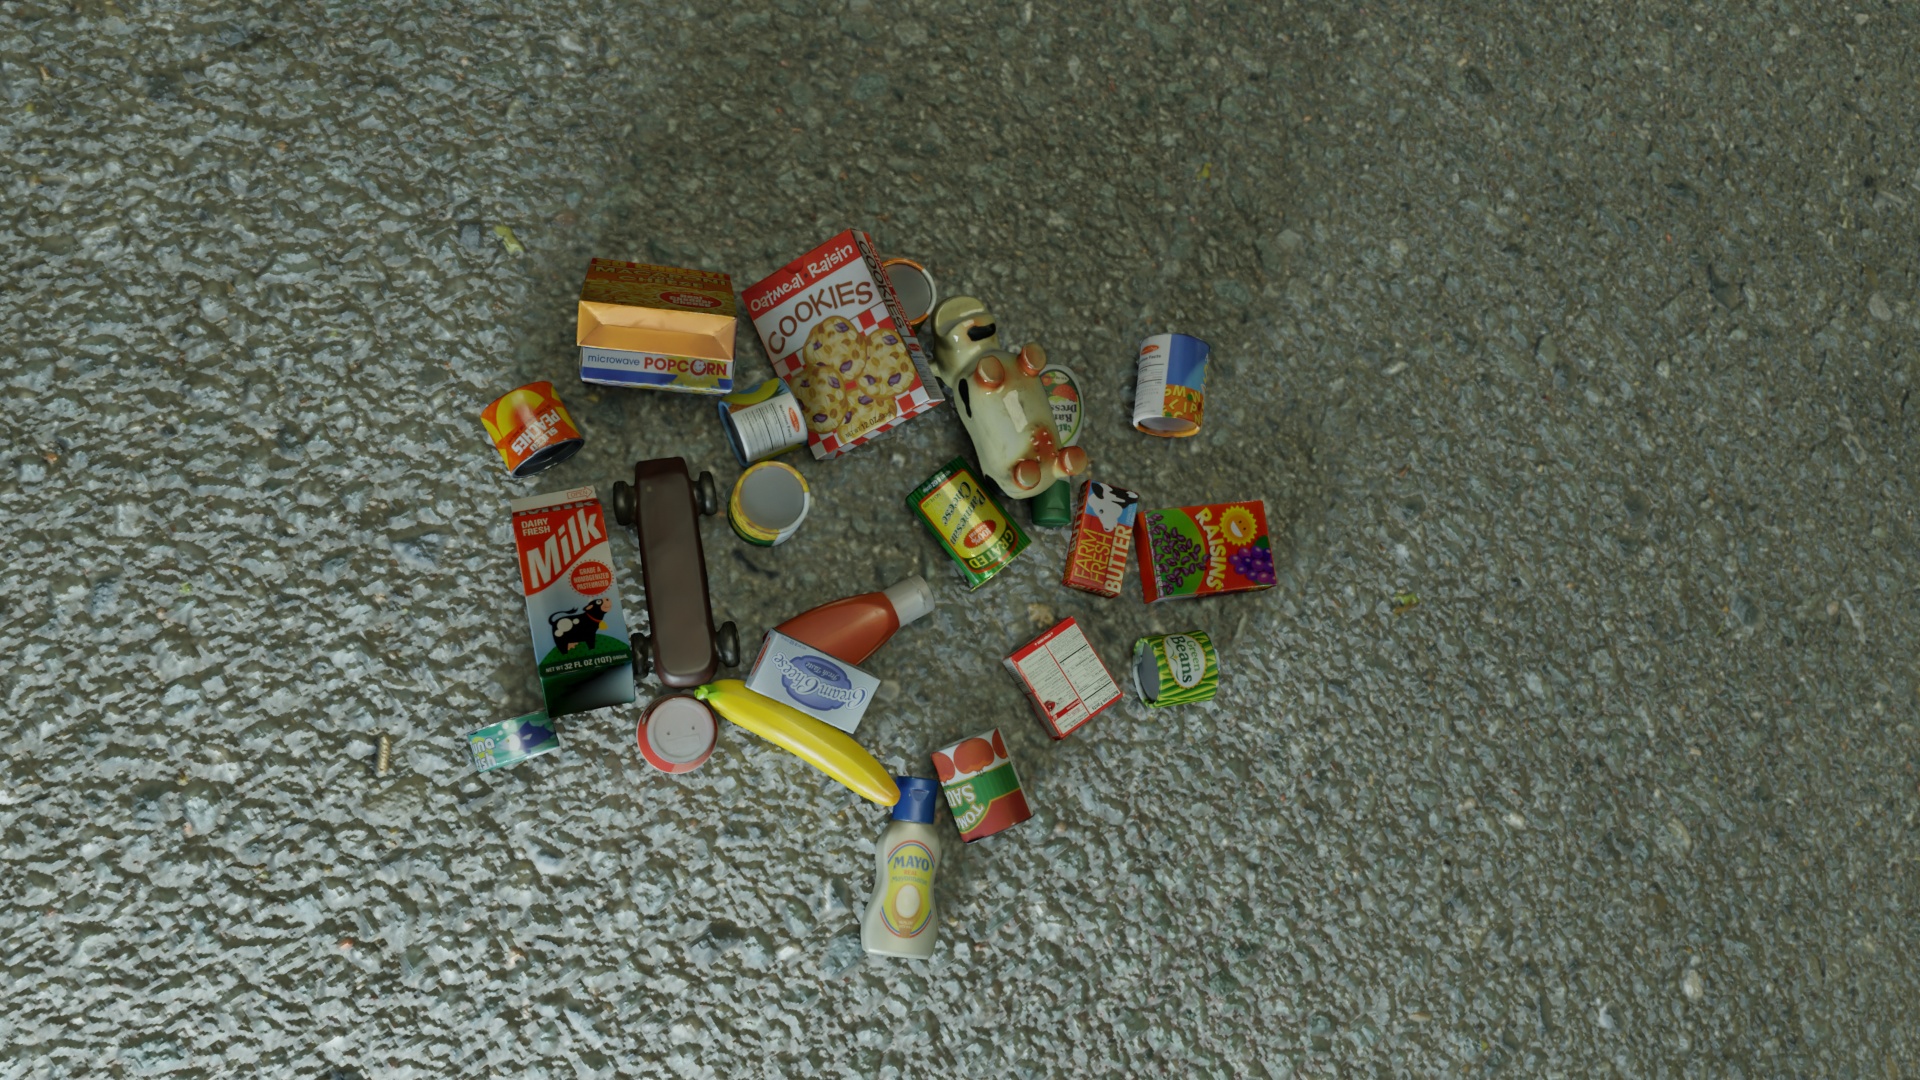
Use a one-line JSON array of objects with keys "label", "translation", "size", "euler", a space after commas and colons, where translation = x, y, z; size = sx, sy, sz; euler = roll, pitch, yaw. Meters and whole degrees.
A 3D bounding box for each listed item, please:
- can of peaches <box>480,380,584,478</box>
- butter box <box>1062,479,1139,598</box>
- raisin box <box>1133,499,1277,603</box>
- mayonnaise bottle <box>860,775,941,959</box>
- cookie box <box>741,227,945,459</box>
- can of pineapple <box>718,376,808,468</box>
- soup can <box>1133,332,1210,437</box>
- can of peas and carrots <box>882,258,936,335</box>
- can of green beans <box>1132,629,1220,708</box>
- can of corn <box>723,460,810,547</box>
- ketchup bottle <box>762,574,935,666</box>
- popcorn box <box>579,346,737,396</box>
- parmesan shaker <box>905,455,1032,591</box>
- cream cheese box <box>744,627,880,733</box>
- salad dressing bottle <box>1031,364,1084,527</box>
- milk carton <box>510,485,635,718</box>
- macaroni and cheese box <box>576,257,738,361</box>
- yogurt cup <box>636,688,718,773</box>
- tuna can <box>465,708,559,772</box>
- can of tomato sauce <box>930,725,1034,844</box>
[{"label": "can of peaches", "translation": [-0.358, -0.093, 1.160], "size": [0.071, 0.071, 0.058], "euler": [-28, 86, -18]}, {"label": "butter box", "translation": [0.131, -0.001, 1.297], "size": [0.053, 0.024, 0.104], "euler": [16, 75, -12]}, {"label": "raisin box", "translation": [0.230, 0.011, 1.314], "size": [0.123, 0.040, 0.086], "euler": [-6, 79, -15]}, {"label": "mayonnaise bottle", "translation": [-0.046, 0.277, 1.181], "size": [0.065, 0.041, 0.148], "euler": [9, 77, -11]}, {"label": "cookie box", "translation": [-0.105, -0.172, 1.226], "size": [0.122, 0.040, 0.167], "euler": [-26, 85, 21]}, {"label": "can of pineapple", "translation": [-0.173, -0.103, 1.216], "size": [0.058, 0.071, 0.071], "euler": [-23, 86, -18]}, {"label": "soup can", "translation": [0.204, -0.147, 1.326], "size": [0.071, 0.071, 0.084], "euler": [10, 77, -13]}, {"label": "can of peas and carrots", "translation": [-0.062, -0.218, 1.273], "size": [0.071, 0.058, 0.071], "euler": [3, 77, -14]}, {"label": "can of green beans", "translation": [0.196, 0.117, 1.267], "size": [0.058, 0.071, 0.071], "euler": [-5, 80, -16]}, {"label": "can of corn", "translation": [-0.169, -0.033, 1.205], "size": [0.071, 0.058, 0.071], "euler": [3, 78, -15]}, {"label": "ketchup bottle", "translation": [-0.094, 0.077, 1.209], "size": [0.149, 0.043, 0.064], "euler": [-27, 94, -19]}, {"label": "popcorn box", "translation": [-0.260, -0.149, 1.188], "size": [0.127, 0.085, 0.038], "euler": [4, 91, -14]}, {"label": "parmesan shaker", "translation": [0.004, -0.016, 1.245], "size": [0.071, 0.071, 0.103], "euler": [-40, 90, -19]}, {"label": "cream cheese box", "translation": [-0.124, 0.118, 1.162], "size": [0.104, 0.024, 0.053], "euler": [28, 86, -25]}, {"label": "salad dressing bottle", "translation": [0.084, -0.088, 1.292], "size": [0.064, 0.044, 0.148], "euler": [2, 78, -13]}, {"label": "milk carton", "translation": [-0.316, 0.039, 1.126], "size": [0.072, 0.073, 0.191], "euler": [-11, 60, -17]}, {"label": "macaroni and cheese box", "translation": [-0.253, -0.195, 1.165], "size": [0.124, 0.167, 0.040], "euler": [5, 111, -13]}, {"label": "yogurt cup", "translation": [-0.233, 0.158, 1.150], "size": [0.072, 0.054, 0.072], "euler": [3, 79, -14]}, {"label": "tuna can", "translation": [-0.358, 0.160, 1.107], "size": [0.071, 0.071, 0.033], "euler": [-17, 84, -18]}, {"label": "can of tomato sauce", "translation": [0.017, 0.211, 1.199], "size": [0.071, 0.071, 0.083], "euler": [-20, 84, -18]}]
